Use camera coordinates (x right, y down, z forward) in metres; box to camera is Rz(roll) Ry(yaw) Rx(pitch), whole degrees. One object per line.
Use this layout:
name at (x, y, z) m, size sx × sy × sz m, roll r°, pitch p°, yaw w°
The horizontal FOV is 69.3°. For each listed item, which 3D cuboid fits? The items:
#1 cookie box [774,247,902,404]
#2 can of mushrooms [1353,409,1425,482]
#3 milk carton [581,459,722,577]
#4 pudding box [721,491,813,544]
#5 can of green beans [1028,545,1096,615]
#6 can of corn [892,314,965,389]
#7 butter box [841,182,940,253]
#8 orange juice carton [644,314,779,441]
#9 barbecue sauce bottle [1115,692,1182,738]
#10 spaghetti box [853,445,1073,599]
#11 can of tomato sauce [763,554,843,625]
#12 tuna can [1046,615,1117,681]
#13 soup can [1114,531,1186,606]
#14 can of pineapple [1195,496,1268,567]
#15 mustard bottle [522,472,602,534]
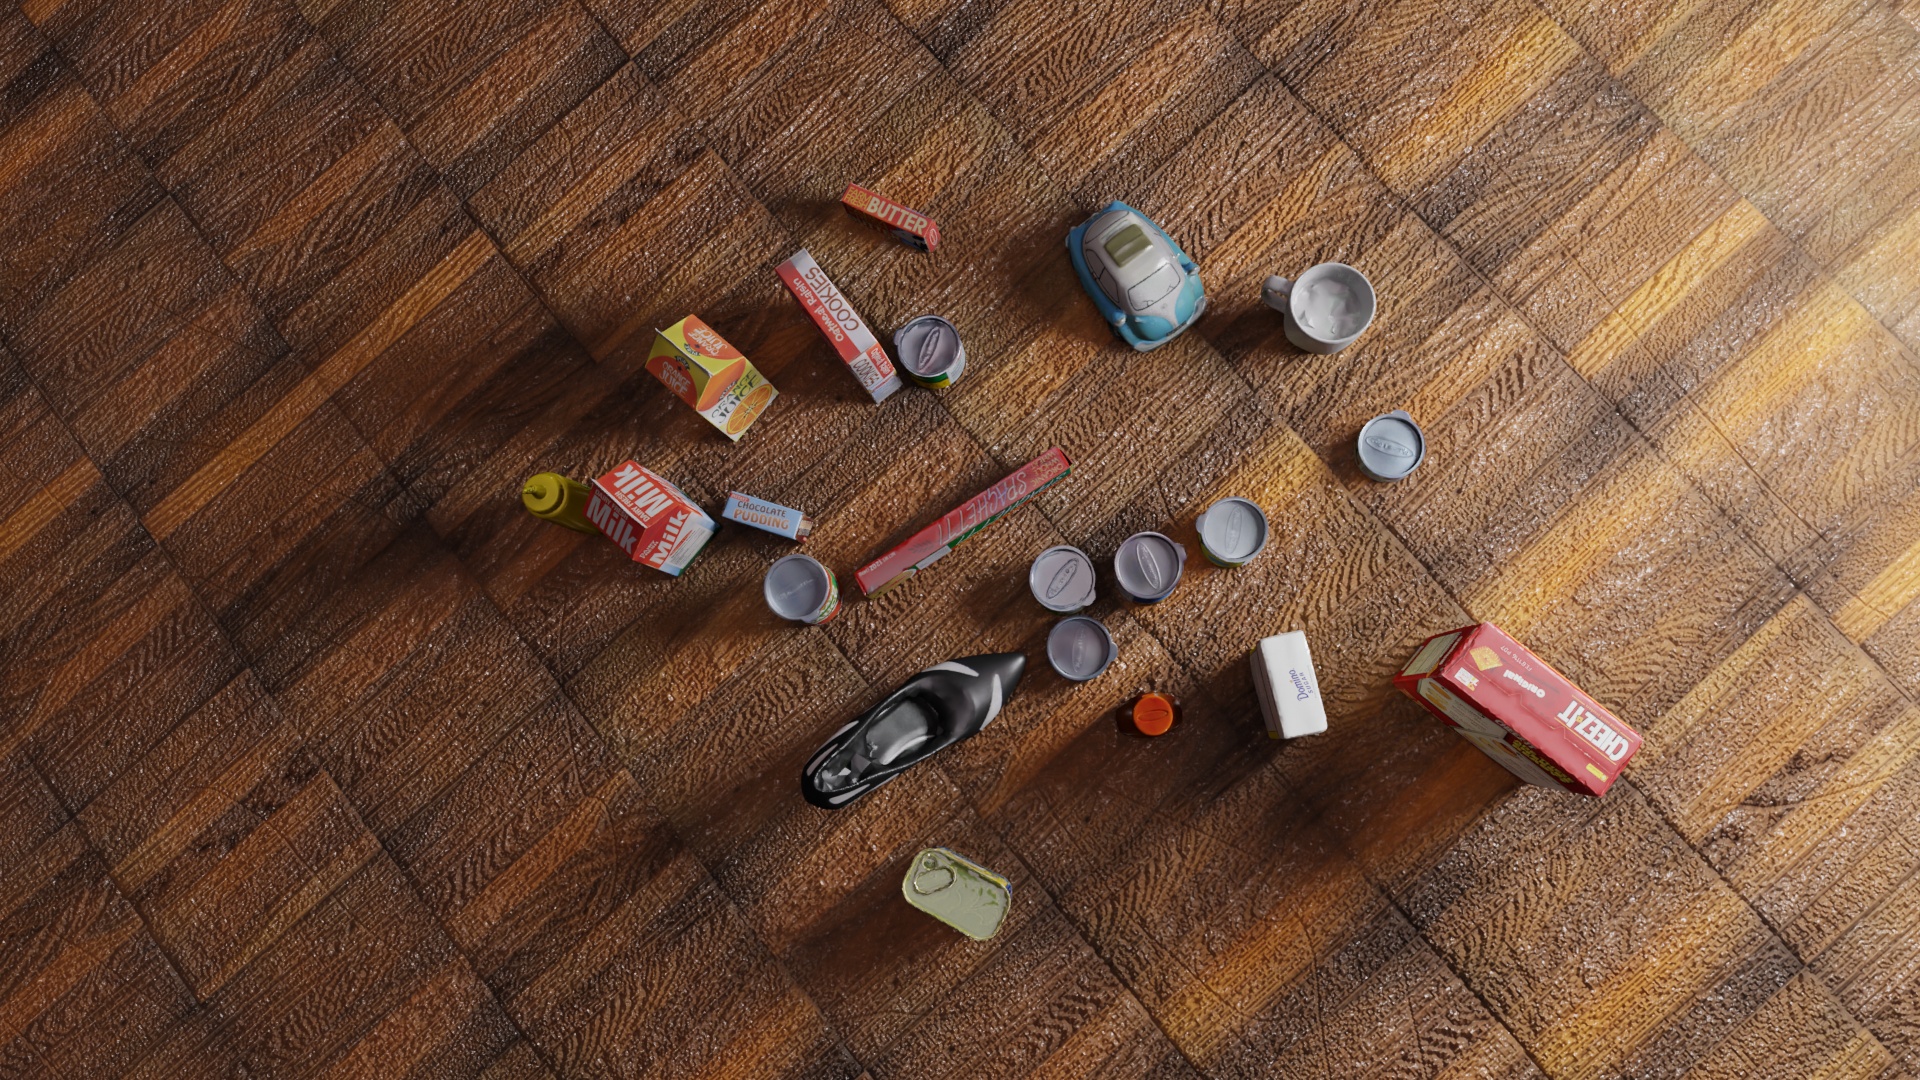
cookie box at (-0.121, -0.213, 1.406) m, size 0.040 × 0.167 × 0.123 m, roll -38°, pitch 80°, yaw 0°
can of mushrooms at (0.433, -0.095, 1.400) m, size 0.071 × 0.033 × 0.071 m, roll -1°, pitch 82°, yaw 6°
milk carton at (-0.311, -0.023, 1.385) m, size 0.072 × 0.190 × 0.073 m, roll 40°, pitch 88°, yaw 10°
pudding box at (-0.200, -0.024, 1.446) m, size 0.084 × 0.049 × 0.030 m, roll 17°, pitch 84°, yaw 8°
can of green beans at (0.104, 0.041, 1.401) m, size 0.071 × 0.058 × 0.071 m, roll -1°, pitch 82°, yaw 6°
can of corn at (-0.032, -0.197, 1.450) m, size 0.071 × 0.058 × 0.071 m, roll -1°, pitch 82°, yaw 6°
butter box at (-0.074, -0.343, 1.478) m, size 0.103 × 0.053 × 0.024 m, roll 26°, pitch 86°, yaw 9°
orange juice carton at (-0.253, -0.166, 1.400) m, size 0.072 × 0.192 × 0.073 m, roll 40°, pitch 88°, yaw 10°
barbecue sauce bottle at (0.181, 0.167, 1.329) m, size 0.065 × 0.148 × 0.044 m, roll -11°, pitch 81°, yaw 4°
spaghetti box at (0.005, -0.018, 1.424) m, size 0.250 × 0.050 × 0.029 m, roll -32°, pitch 80°, yaw 0°
can of tomato sauce at (-0.157, 0.053, 1.413) m, size 0.071 × 0.083 × 0.071 m, roll -1°, pitch 82°, yaw 6°
tuna can at (0.123, 0.110, 1.402) m, size 0.071 × 0.033 × 0.071 m, roll -1°, pitch 82°, yaw 6°
soup can at (0.188, 0.028, 1.381) m, size 0.071 × 0.083 × 0.071 m, roll -1°, pitch 82°, yaw 6°
can of pineapple at (0.271, -0.008, 1.392) m, size 0.071 × 0.058 × 0.071 m, roll -1°, pitch 82°, yaw 6°
mustard bottle at (-0.406, -0.040, 1.413) m, size 0.065 × 0.160 × 0.049 m, roll 17°, pitch 84°, yaw 8°
